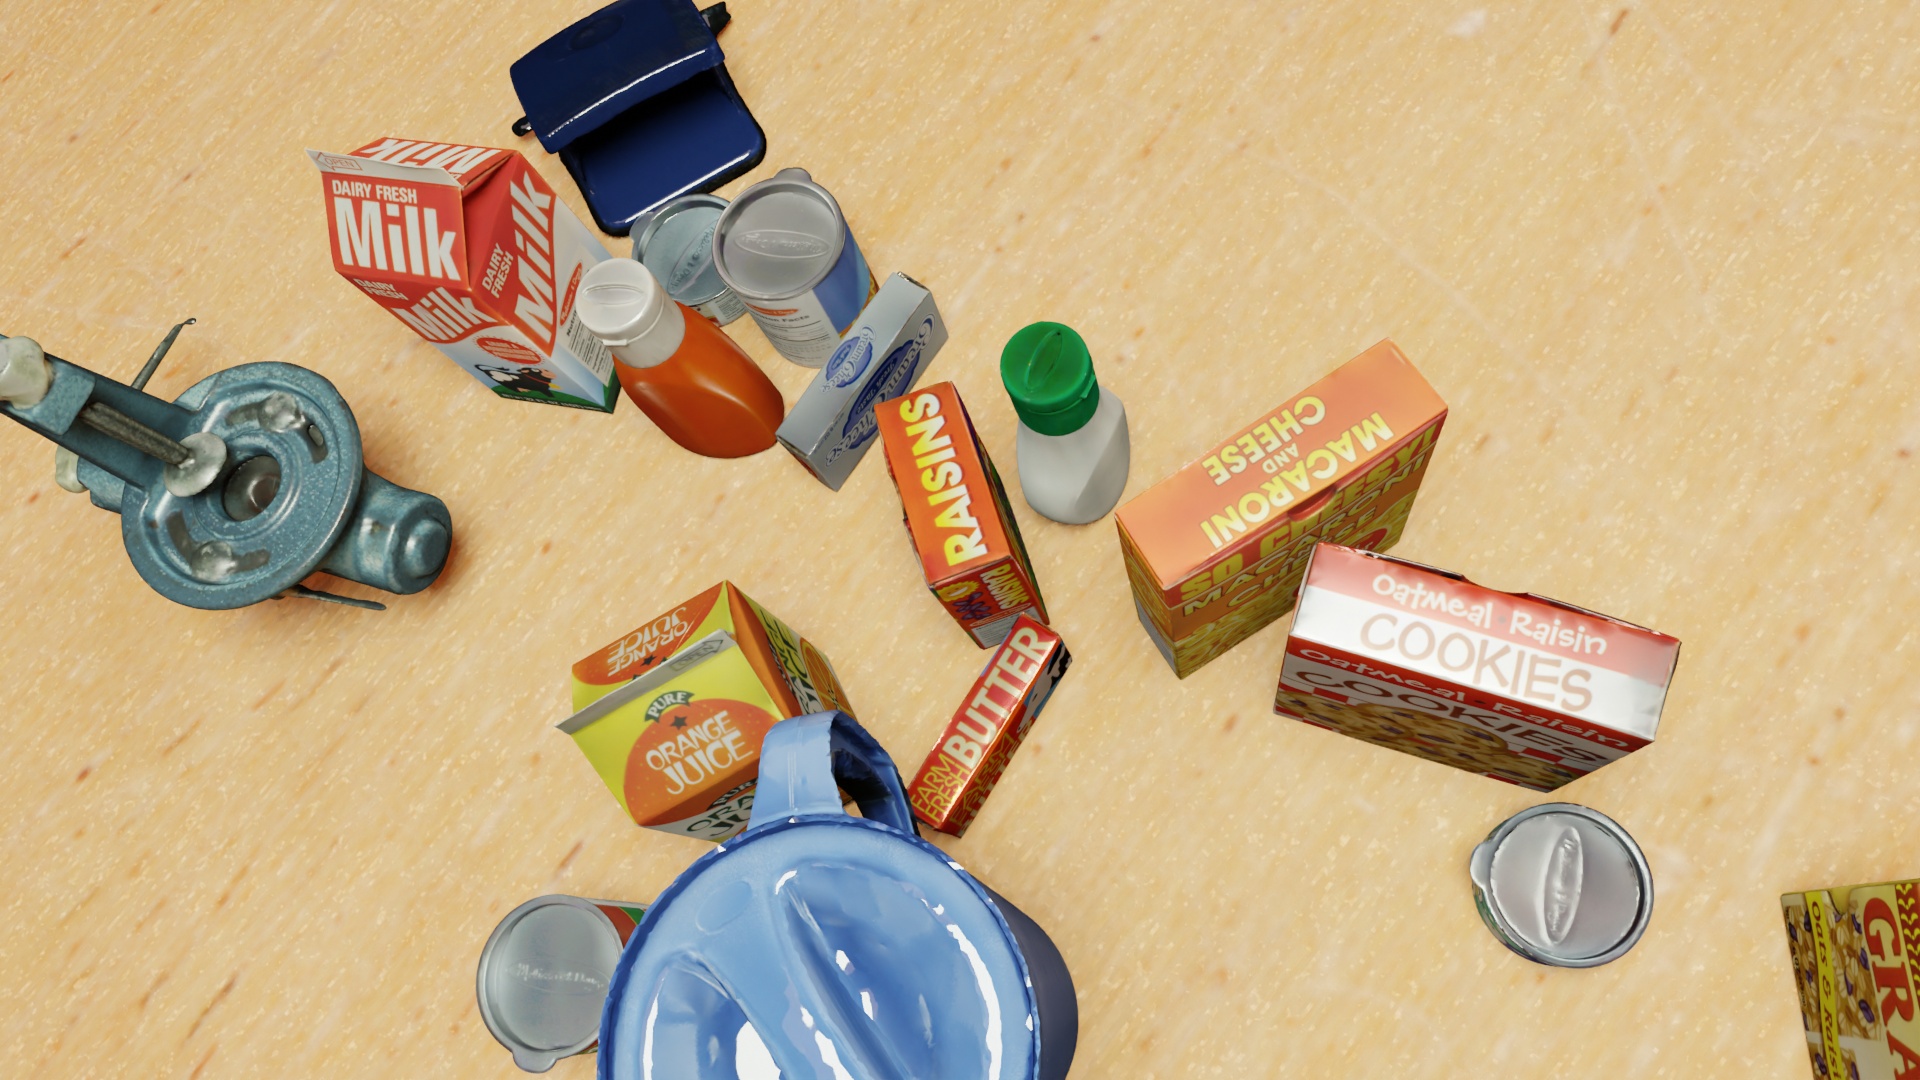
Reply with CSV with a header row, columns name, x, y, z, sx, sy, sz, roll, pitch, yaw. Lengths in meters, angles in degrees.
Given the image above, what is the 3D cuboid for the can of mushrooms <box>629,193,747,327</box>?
name,x,y,z,sx,sy,sz,roll,pitch,yaw
can of mushrooms,-0.141,-0.150,0.743,0.071,0.033,0.071,-3,73,10

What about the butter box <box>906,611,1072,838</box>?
name,x,y,z,sx,sy,sz,roll,pitch,yaw
butter box,0.013,0.085,0.631,0.024,0.053,0.103,31,81,18

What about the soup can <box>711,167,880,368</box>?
name,x,y,z,sx,sy,sz,roll,pitch,yaw
soup can,-0.079,-0.135,0.700,0.071,0.083,0.071,-3,73,10

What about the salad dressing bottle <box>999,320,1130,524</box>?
name,x,y,z,sx,sy,sz,roll,pitch,yaw
salad dressing bottle,0.047,-0.051,0.617,0.044,0.147,0.064,24,79,16

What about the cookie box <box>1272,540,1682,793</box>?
name,x,y,z,sx,sy,sz,roll,pitch,yaw
cookie box,0.191,0.054,0.547,0.123,0.167,0.040,16,77,15

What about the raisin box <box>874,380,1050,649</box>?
name,x,y,z,sx,sy,sz,roll,pitch,yaw
raisin box,0.002,-0.008,0.625,0.040,0.123,0.086,-19,71,5

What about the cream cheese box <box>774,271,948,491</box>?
name,x,y,z,sx,sy,sz,roll,pitch,yaw
cream cheese box,-0.048,-0.078,0.693,0.024,0.053,0.104,32,81,18

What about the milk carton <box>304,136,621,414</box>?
name,x,y,z,sx,sy,sz,roll,pitch,yaw
milk carton,-0.229,-0.133,0.671,0.072,0.190,0.073,10,76,13

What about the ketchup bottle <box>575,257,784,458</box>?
name,x,y,z,sx,sy,sz,roll,pitch,yaw
ketchup bottle,-0.134,-0.083,0.660,0.065,0.148,0.043,2,74,11

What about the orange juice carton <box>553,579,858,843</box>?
name,x,y,z,sx,sy,sz,roll,pitch,yaw
orange juice carton,-0.097,0.076,0.580,0.072,0.192,0.073,-29,70,1

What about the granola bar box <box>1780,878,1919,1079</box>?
name,x,y,z,sx,sy,sz,roll,pitch,yaw
granola bar box,0.348,0.206,0.493,0.039,0.124,0.166,-4,73,10

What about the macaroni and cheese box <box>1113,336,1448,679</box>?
name,x,y,z,sx,sy,sz,roll,pitch,yaw
macaroni and cheese box,0.131,-0.005,0.577,0.124,0.166,0.040,-33,70,0

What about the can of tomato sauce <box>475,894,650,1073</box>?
name,x,y,z,sx,sy,sz,roll,pitch,yaw
can of tomato sauce,-0.163,0.194,0.614,0.071,0.083,0.071,-3,73,10

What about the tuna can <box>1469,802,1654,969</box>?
name,x,y,z,sx,sy,sz,roll,pitch,yaw
tuna can,0.247,0.144,0.580,0.071,0.032,0.071,-3,73,10
